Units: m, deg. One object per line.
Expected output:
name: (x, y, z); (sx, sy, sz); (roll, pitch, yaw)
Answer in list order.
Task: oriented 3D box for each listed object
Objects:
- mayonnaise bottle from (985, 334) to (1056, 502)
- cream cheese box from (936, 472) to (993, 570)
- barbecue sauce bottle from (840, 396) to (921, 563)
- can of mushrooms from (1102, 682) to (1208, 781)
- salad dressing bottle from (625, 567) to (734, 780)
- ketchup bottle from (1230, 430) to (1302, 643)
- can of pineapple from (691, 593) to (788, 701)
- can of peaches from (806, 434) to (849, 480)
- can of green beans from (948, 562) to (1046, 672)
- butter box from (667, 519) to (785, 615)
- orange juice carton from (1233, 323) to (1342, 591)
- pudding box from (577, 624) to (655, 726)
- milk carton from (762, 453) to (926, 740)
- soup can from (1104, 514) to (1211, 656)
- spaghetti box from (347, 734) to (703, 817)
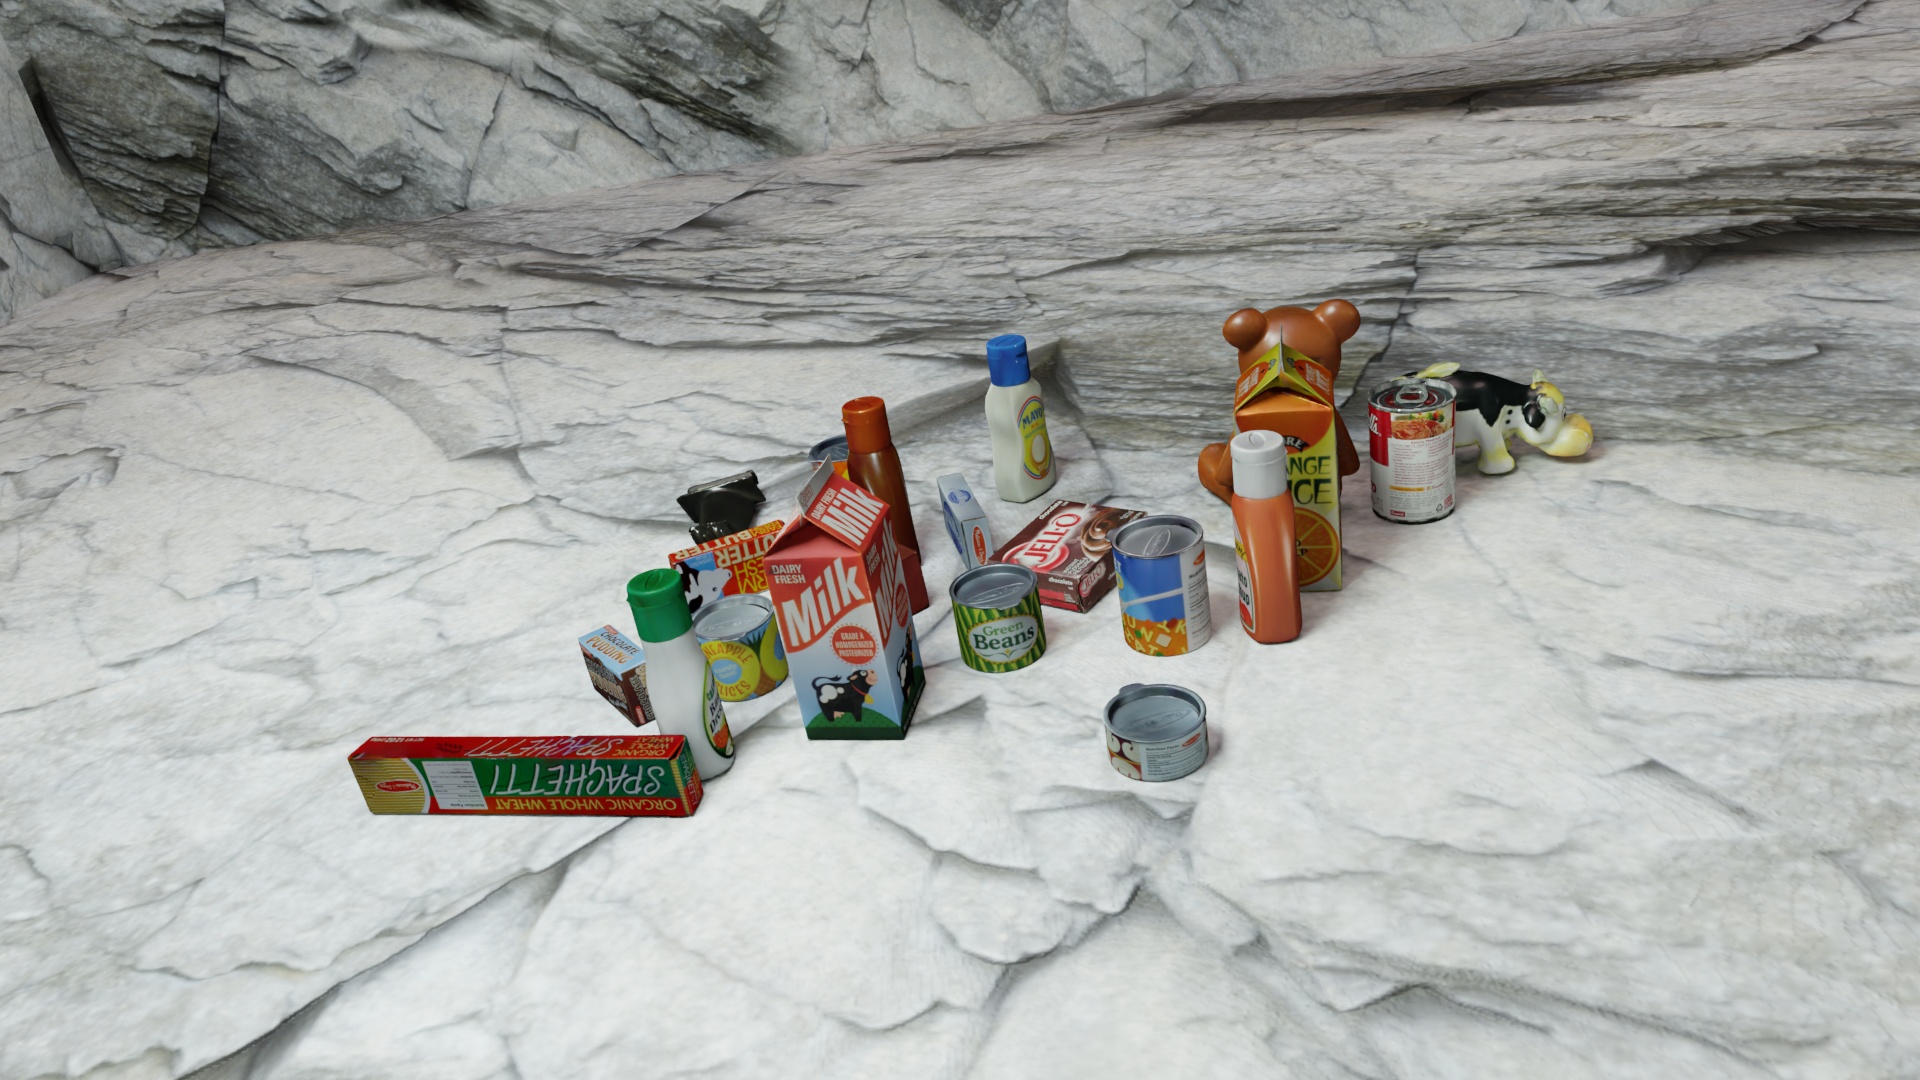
mayonnaise bottle: (0.052, -0.112, 1.262); (0.041, 0.147, 0.065); (12, 33, 38)
cream cheese box: (0.004, -0.015, 1.191); (0.024, 0.053, 0.104); (-14, 26, -7)
barbecue sauce bottle: (-0.070, -0.047, 1.174); (0.044, 0.148, 0.065); (-21, 28, -22)
can of mushrooms: (0.125, 0.122, 0.894); (0.071, 0.033, 0.071); (-8, 26, 4)
salad dressing bottle: (-0.190, 0.091, 0.939); (0.044, 0.147, 0.064); (-8, 26, 3)
ketchup bottle: (0.216, -0.004, 0.986); (0.043, 0.148, 0.065); (-8, 26, 4)
can of pineapple: (-0.168, 0.082, 1.051); (0.071, 0.057, 0.071); (-8, 26, 4)
can of peaches: (-0.108, -0.062, 1.320); (0.071, 0.057, 0.071); (-8, 26, 4)
can of green beans: (0.028, 0.057, 1.032); (0.071, 0.057, 0.071); (-8, 26, 4)
butter box: (-0.193, 0.023, 1.184); (0.104, 0.053, 0.024); (-19, 27, -18)
orange juice carton: (0.245, -0.061, 1.041); (0.073, 0.191, 0.072); (-2, 27, 16)
pudding box: (-0.256, 0.101, 1.053); (0.030, 0.049, 0.084); (-25, 30, -29)
milk carton: (-0.081, 0.040, 0.954); (0.073, 0.189, 0.073); (-3, 27, 15)
soup can: (0.145, 0.032, 1.012); (0.071, 0.083, 0.071); (-8, 26, 4)
spaghetti box: (-0.297, 0.160, 0.947); (0.250, 0.050, 0.029); (-3, 27, 15)
